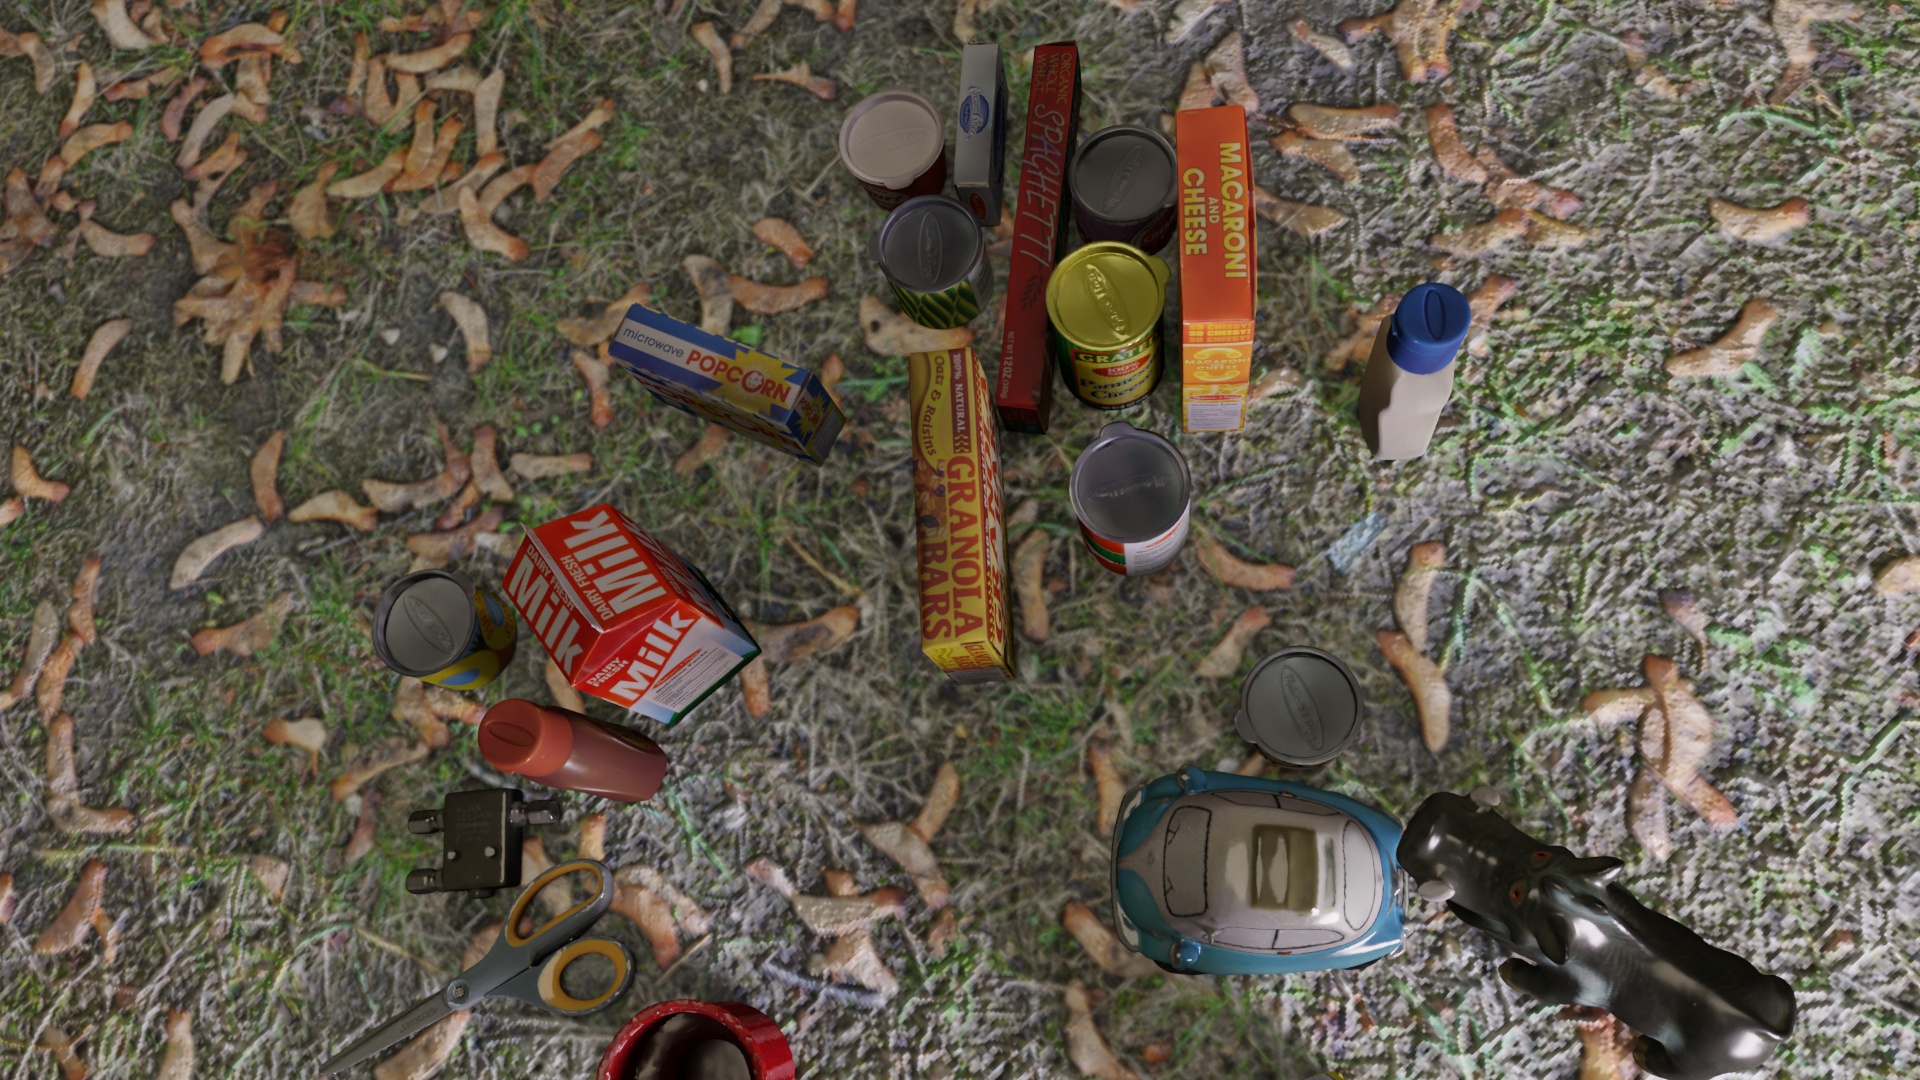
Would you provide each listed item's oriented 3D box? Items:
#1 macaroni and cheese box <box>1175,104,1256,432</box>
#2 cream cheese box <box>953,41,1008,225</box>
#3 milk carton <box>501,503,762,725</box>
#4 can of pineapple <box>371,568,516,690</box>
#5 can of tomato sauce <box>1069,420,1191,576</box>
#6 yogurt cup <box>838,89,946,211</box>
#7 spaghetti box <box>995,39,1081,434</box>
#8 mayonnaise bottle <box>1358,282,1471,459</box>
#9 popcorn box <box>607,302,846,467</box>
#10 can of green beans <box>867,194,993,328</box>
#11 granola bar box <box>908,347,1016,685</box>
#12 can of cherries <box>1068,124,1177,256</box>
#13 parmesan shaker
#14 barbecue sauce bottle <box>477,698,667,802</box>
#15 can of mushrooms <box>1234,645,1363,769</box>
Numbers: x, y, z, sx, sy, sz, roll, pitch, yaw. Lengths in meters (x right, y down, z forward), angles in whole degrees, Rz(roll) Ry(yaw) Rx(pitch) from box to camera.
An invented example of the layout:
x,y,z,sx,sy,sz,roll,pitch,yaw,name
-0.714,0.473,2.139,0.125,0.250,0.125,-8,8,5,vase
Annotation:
x,y,z,sx,sy,sz,roll,pitch,yaw,name
0.142,-0.146,0.782,0.040,0.166,0.124,-2,75,9,macaroni and cheese box
0.014,-0.260,0.892,0.024,0.053,0.104,1,75,9,cream cheese box
-0.183,0.041,0.767,0.073,0.190,0.072,-40,73,-3,milk carton
-0.314,0.055,0.852,0.071,0.057,0.071,-2,75,8,can of pineapple
0.098,-0.022,0.798,0.071,0.083,0.071,-2,75,8,can of tomato sauce
-0.040,-0.248,0.897,0.072,0.054,0.072,-2,75,8,yogurt cup
0.051,-0.191,0.869,0.029,0.050,0.250,4,75,10,spaghetti box
0.247,-0.094,0.761,0.041,0.148,0.065,-3,75,8,mayonnaise bottle
-0.142,-0.095,0.854,0.127,0.085,0.038,22,80,14,popcorn box
-0.015,-0.173,0.870,0.071,0.057,0.071,-2,75,8,can of green beans
0.003,-0.010,0.787,0.039,0.124,0.166,-5,74,8,granola bar box
0.104,-0.213,0.863,0.071,0.058,0.071,-2,75,8,can of cherries
0.090,-0.124,0.817,0.071,0.103,0.071,-2,75,8,parmesan shaker
-0.217,0.117,0.773,0.065,0.148,0.044,18,79,13,barbecue sauce bottle
0.187,0.095,0.777,0.071,0.033,0.071,-2,74,8,can of mushrooms
